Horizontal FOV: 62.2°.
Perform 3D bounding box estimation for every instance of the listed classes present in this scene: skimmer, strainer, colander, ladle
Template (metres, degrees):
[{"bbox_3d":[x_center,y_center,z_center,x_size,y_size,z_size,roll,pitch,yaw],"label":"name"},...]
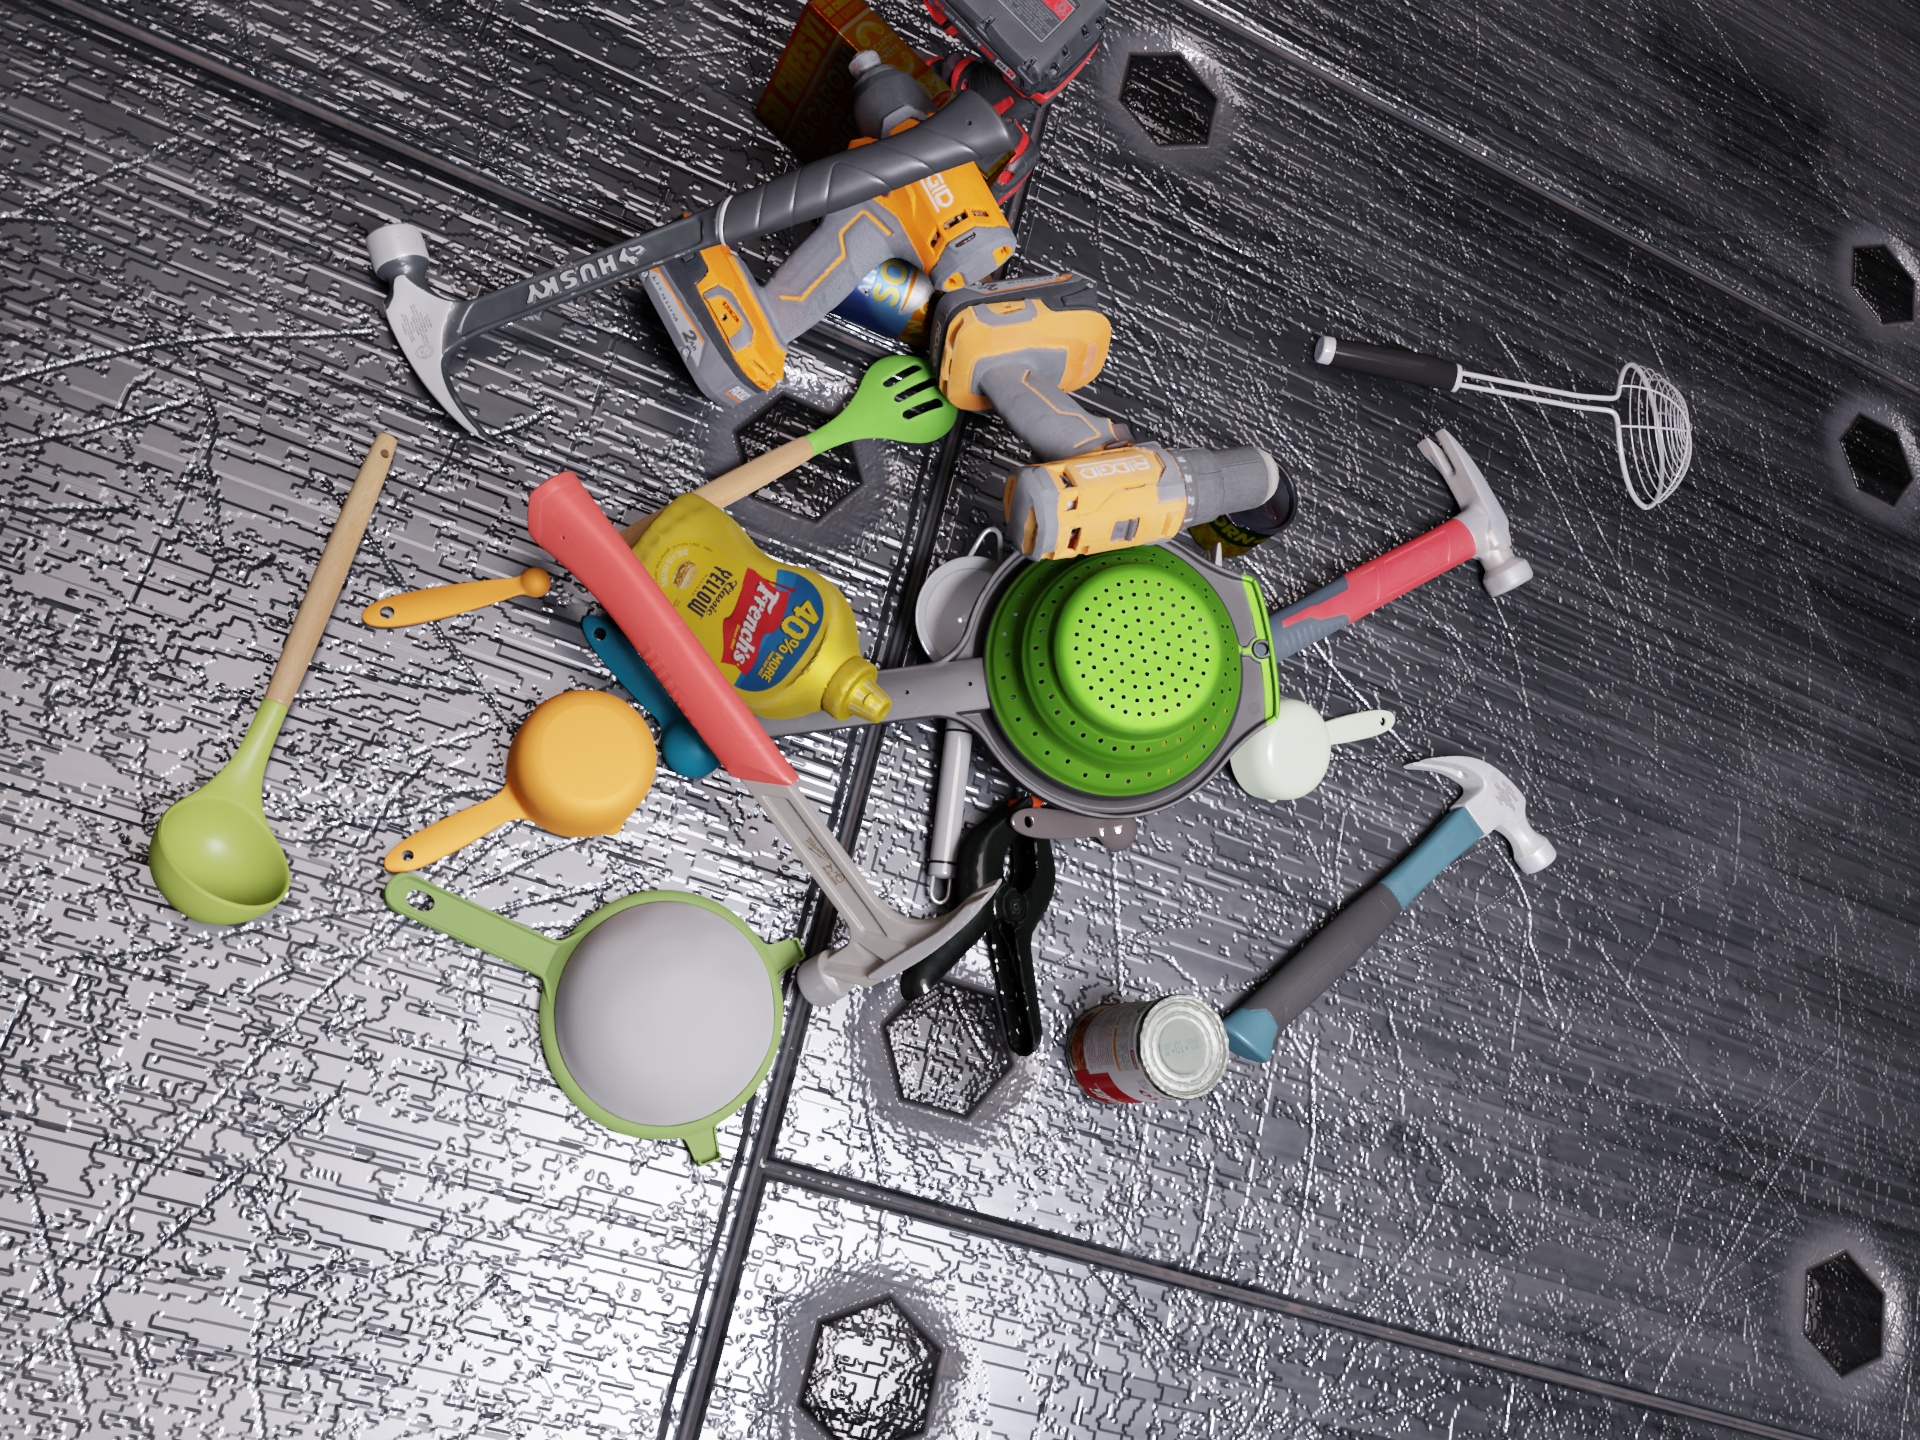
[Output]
[{"bbox_3d":[0.462,-0.267,1.352,0.363,0.090,0.127,9,76,-10],"label":"skimmer"},{"bbox_3d":[-0.002,-0.003,1.084,0.086,0.050,0.258,11,78,-21],"label":"strainer"},{"bbox_3d":[-0.216,0.148,0.938,0.256,0.069,0.151,28,67,-15],"label":"strainer"},{"bbox_3d":[0.027,-0.029,1.025,0.397,0.094,0.204,-8,84,-9],"label":"colander"},{"bbox_3d":[-0.383,-0.035,0.927,0.078,0.062,0.320,34,60,-41],"label":"ladle"}]

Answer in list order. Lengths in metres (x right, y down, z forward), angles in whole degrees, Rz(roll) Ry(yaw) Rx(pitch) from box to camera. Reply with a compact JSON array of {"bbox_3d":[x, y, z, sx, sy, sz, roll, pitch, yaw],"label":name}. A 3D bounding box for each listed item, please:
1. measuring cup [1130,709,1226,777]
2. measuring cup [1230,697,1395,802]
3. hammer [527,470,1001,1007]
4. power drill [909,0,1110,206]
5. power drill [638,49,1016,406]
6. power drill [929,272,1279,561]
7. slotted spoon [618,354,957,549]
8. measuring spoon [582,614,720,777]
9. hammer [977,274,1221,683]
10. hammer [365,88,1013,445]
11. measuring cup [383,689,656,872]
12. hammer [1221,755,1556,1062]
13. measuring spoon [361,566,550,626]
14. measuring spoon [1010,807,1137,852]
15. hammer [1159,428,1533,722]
[{"bbox_3d":[0.177,0.004,1.169,0.156,0.029,0.062,-26,90,-38],"label":"measuring cup"},{"bbox_3d":[0.275,0.013,1.187,0.167,0.038,0.083,-11,98,-30],"label":"measuring cup"},{"bbox_3d":[-0.133,0.000,0.952,0.359,0.149,0.037,54,28,-3],"label":"hammer"},{"bbox_3d":[0.010,-0.459,1.111,0.143,0.219,0.078,43,77,-5],"label":"power drill"},{"bbox_3d":[-0.098,-0.326,1.051,0.226,0.084,0.164,-28,88,7],"label":"power drill"},{"bbox_3d":[0.093,-0.205,1.069,0.185,0.084,0.226,-12,53,-19],"label":"power drill"},{"bbox_3d":[-0.124,-0.174,1.086,0.314,0.031,0.070,-33,88,-25],"label":"slotted spoon"},{"bbox_3d":[-0.199,-0.017,1.009,0.042,0.021,0.128,-40,90,3],"label":"measuring spoon"},{"bbox_3d":[0.086,-0.192,1.174,0.130,0.031,0.331,-29,88,-26],"label":"hammer"},{"bbox_3d":[-0.164,-0.303,1.000,0.409,0.036,0.149,-19,88,4],"label":"hammer"},{"bbox_3d":[-0.263,0.043,0.955,0.173,0.052,0.095,-30,89,-28],"label":"measuring cup"},{"bbox_3d":[0.309,0.141,1.178,0.331,0.033,0.128,-36,92,-26],"label":"hammer"},{"bbox_3d":[-0.312,-0.077,0.990,0.117,0.011,0.021,-15,83,-25],"label":"measuring spoon"},{"bbox_3d":[0.081,0.071,1.086,0.124,0.018,0.034,7,75,-44],"label":"measuring spoon"},{"bbox_3d":[0.284,-0.104,1.212,0.386,0.038,0.143,-26,86,-31],"label":"hammer"}]
